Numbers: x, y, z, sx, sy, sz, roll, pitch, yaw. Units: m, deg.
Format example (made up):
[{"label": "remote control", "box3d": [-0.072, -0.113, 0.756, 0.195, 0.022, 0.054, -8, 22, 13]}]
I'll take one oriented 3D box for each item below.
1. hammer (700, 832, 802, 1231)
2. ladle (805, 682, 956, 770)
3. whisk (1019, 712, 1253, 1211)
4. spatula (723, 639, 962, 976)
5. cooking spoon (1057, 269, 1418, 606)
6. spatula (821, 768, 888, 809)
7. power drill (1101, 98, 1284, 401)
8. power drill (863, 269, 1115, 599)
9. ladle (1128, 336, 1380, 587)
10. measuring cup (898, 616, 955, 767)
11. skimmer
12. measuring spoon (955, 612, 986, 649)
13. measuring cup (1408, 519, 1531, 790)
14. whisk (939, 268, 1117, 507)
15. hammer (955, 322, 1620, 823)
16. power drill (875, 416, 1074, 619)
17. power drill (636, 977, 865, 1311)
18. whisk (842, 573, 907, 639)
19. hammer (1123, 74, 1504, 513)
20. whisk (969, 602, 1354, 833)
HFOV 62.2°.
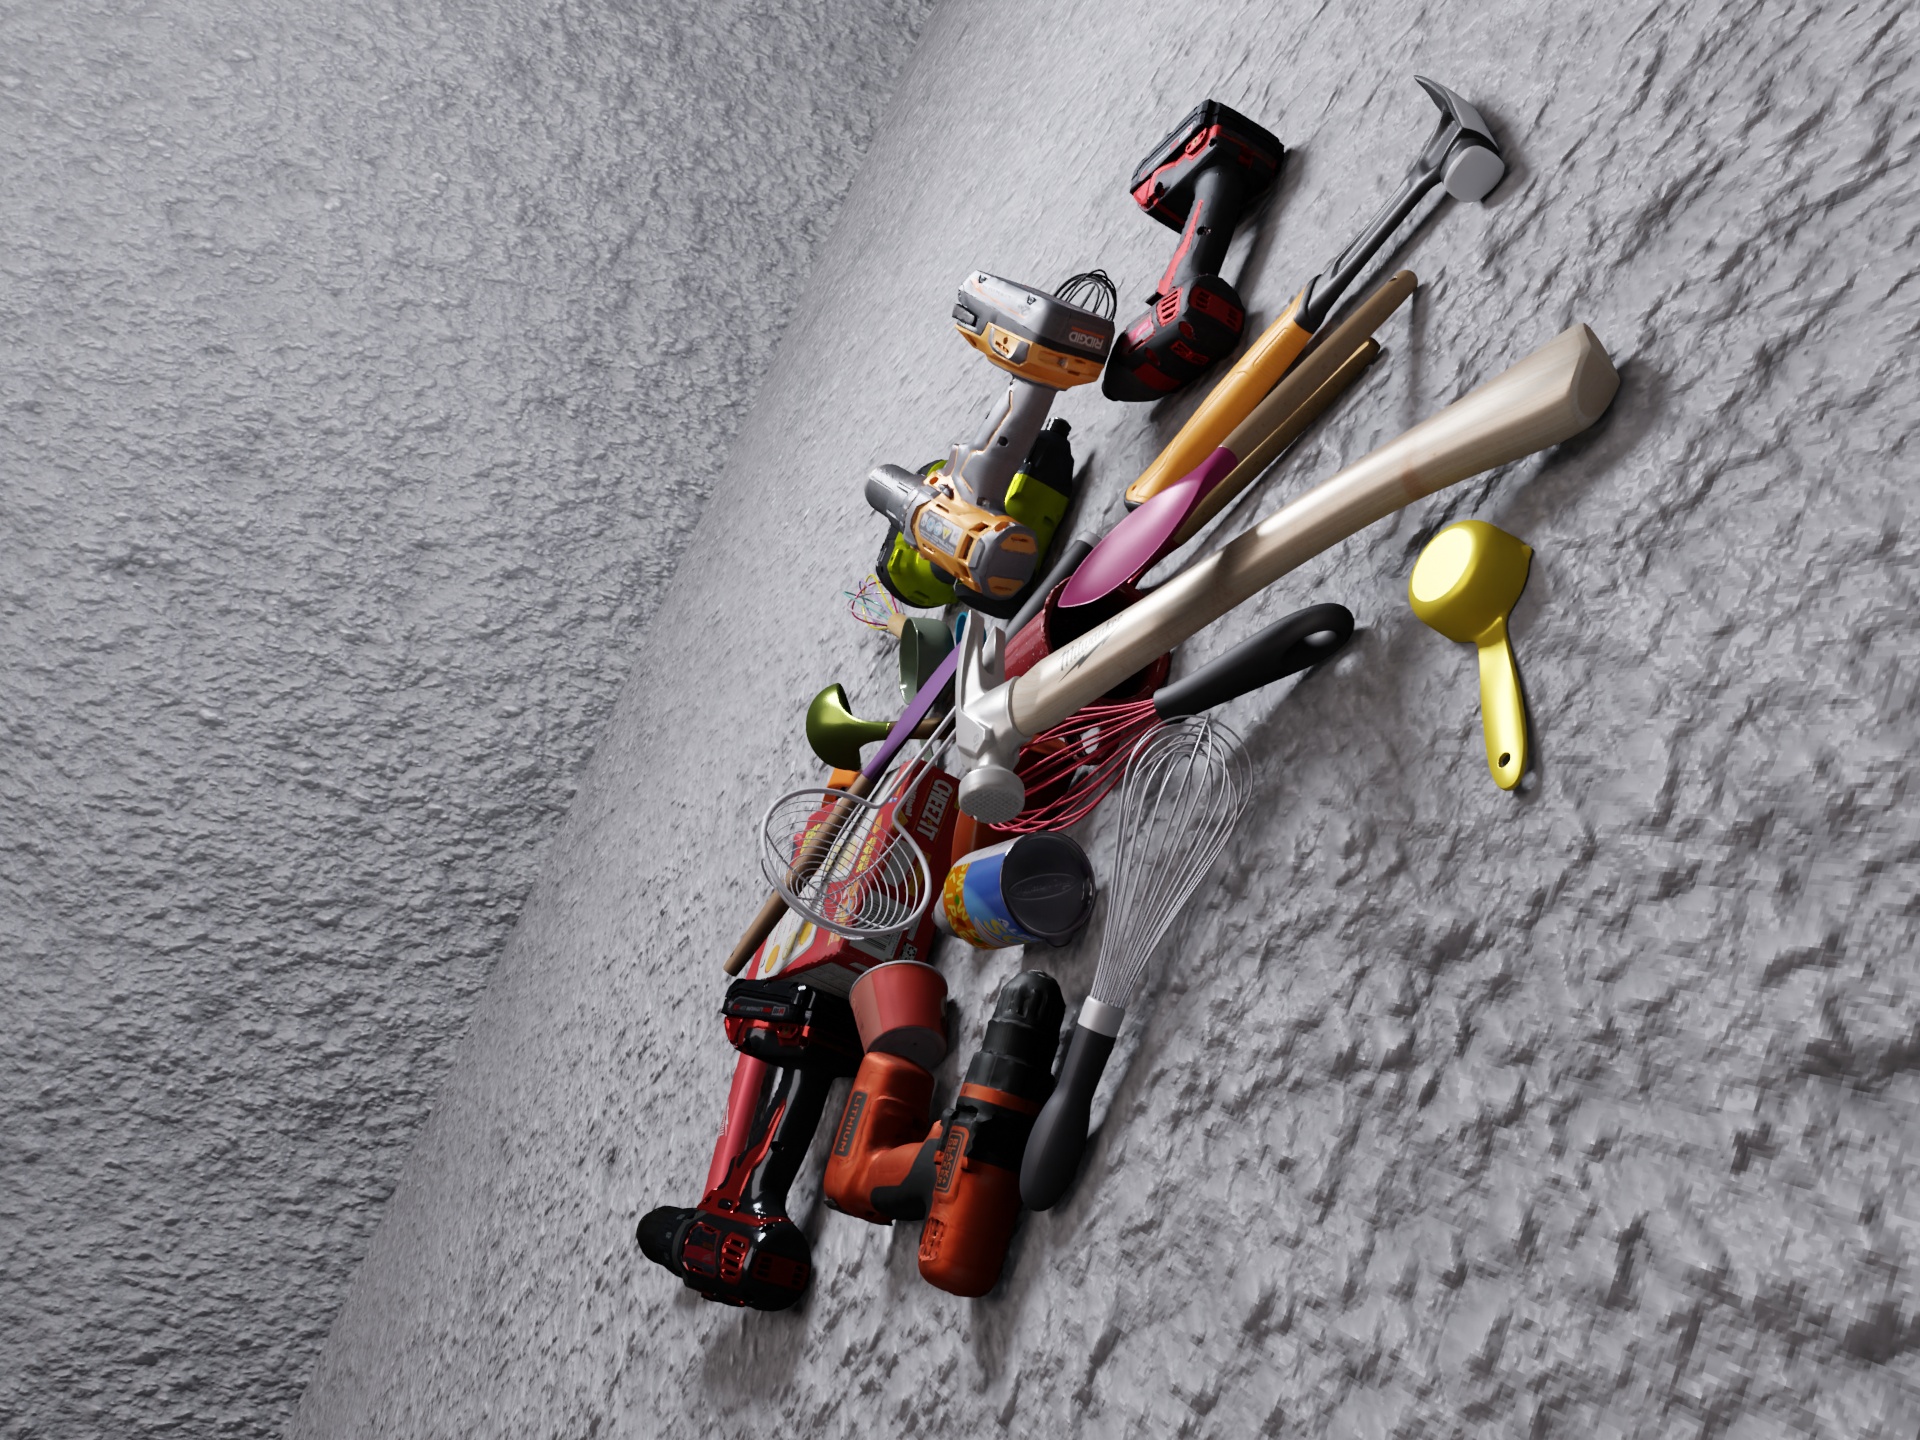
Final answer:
[{"label": "hammer", "box3d": [-0.179, 0.275, 1.381, 0.143, 0.038, 0.387, -42, 29, 51]}, {"label": "ladle", "box3d": [-0.028, 0.004, 1.277, 0.320, 0.062, 0.078, -2, 104, 53]}, {"label": "whisk", "box3d": [0.087, 0.129, 0.859, 0.284, 0.070, 0.070, -70, 20, -3]}, {"label": "spatula", "box3d": [-0.085, 0.065, 1.214, 0.316, 0.018, 0.060, -54, 12, 1]}, {"label": "cooking spoon", "box3d": [0.164, -0.161, 0.884, 0.319, 0.017, 0.069, -45, 19, -23]}, {"label": "spatula", "box3d": [-0.068, 0.056, 1.383, 0.323, 0.041, 0.081, -1, 66, 66]}, {"label": "power drill", "box3d": [0.169, -0.347, 1.215, 0.143, 0.078, 0.220, -29, 43, 59]}, {"label": "power drill", "box3d": [0.012, -0.230, 1.245, 0.186, 0.084, 0.226, 36, 114, 42]}, {"label": "ladle", "box3d": [0.159, -0.139, 1.045, 0.315, 0.031, 0.069, -44, 1, 38]}, {"label": "measuring cup", "box3d": [-0.020, -0.014, 1.345, 0.083, 0.038, 0.168, 110, 154, -52]}, {"label": "skimmer", "box3d": [-0.002, -0.004, 1.124, 0.363, 0.127, 0.090, -52, -4, -15]}, {"label": "measuring spoon", "box3d": [0.025, -0.053, 1.304, 0.129, 0.021, 0.042, -128, 39, -59]}, {"label": "measuring cup", "box3d": [0.232, -0.033, 0.720, 0.062, 0.029, 0.157, -46, 24, 41]}, {"label": "whisk", "box3d": [0.050, -0.262, 1.296, 0.239, 0.055, 0.055, -54, 21, 15]}, {"label": "hammer", "box3d": [0.150, -0.088, 0.852, 0.410, 0.038, 0.146, -32, 41, 34]}, {"label": "power drill", "box3d": [0.018, -0.173, 1.384, 0.223, 0.080, 0.171, 5, 71, 65]}, {"label": "power drill", "box3d": [-0.159, 0.312, 1.182, 0.188, 0.080, 0.227, -9, 59, 50]}, {"label": "whisk", "box3d": [-0.068, -0.103, 1.563, 0.047, 0.051, 0.245, -57, 23, 3]}, {"label": "hammer", "box3d": [0.215, -0.259, 1.042, 0.336, 0.034, 0.127, -50, 25, 35]}, {"label": "whisk", "box3d": [0.107, 0.000, 0.930, 0.296, 0.073, 0.073, -30, 37, 41]}]
